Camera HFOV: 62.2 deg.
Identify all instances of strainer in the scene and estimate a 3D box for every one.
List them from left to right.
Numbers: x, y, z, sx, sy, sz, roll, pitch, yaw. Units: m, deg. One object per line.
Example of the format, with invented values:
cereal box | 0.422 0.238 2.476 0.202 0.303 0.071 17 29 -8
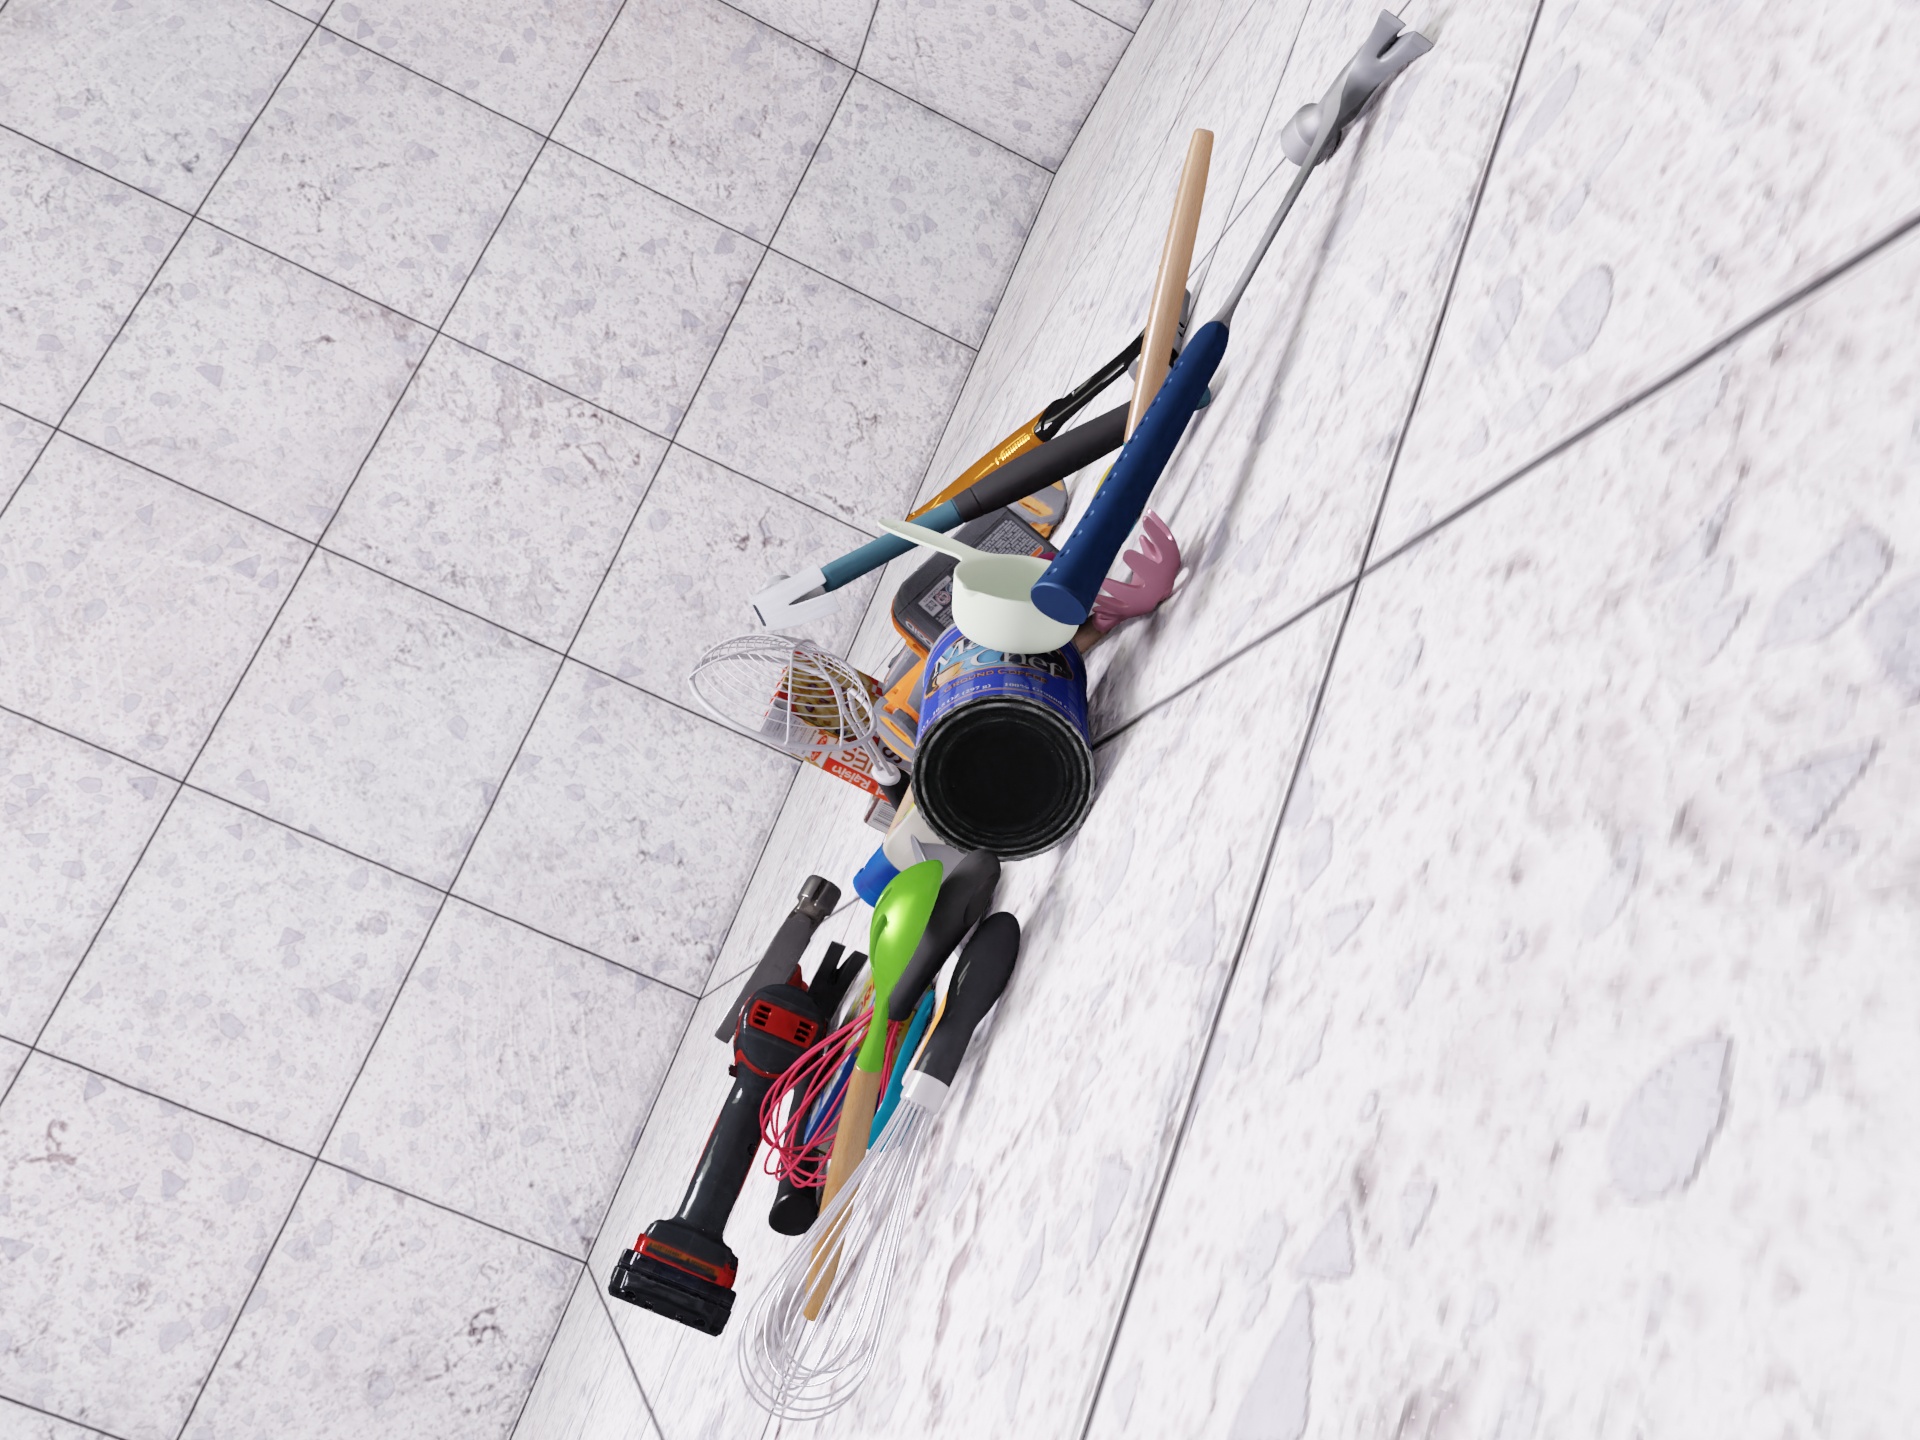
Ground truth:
strainer | -0.018 0.126 1.075 0.258 0.050 0.087 124 125 -72

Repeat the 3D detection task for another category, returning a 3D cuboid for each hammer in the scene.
hammer | -0.158 0.240 1.401 0.149 0.037 0.359 -60 -4 -19
hammer | -0.119 0.292 1.245 0.335 0.035 0.146 -100 35 -75
hammer | 0.010 -0.145 1.048 0.331 0.033 0.128 -27 11 3
hammer | 0.063 -0.246 1.338 0.337 0.034 0.127 -34 29 43
hammer | 0.149 -0.229 0.898 0.406 0.035 0.144 -60 7 -18

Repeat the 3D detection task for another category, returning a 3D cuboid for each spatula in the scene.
spatula | 0.102 -0.196 0.969 0.082 0.044 0.317 -39 -37 -64

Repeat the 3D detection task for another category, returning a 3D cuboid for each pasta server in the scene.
pasta server | 0.078 -0.062 1.025 0.060 0.040 0.316 -57 5 -15

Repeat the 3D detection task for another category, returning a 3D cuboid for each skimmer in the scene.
skimmer | -0.087 0.038 1.163 0.090 0.127 0.363 -54 -24 -13

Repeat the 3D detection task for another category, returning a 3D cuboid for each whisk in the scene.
whisk | -0.048 0.182 0.941 0.295 0.073 0.073 -59 10 32
whisk | -0.034 0.226 0.840 0.285 0.070 0.070 -63 7 -21

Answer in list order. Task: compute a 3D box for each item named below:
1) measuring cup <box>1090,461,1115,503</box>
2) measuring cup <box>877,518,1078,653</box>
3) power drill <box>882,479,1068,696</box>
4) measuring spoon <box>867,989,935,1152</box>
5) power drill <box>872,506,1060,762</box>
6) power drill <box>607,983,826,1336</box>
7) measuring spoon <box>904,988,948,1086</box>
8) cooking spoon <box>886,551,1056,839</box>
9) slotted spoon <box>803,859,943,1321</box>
measuring cup | 0.088 -0.115 1.132 0.156 0.029 0.062 -61 9 22
measuring cup | 0.003 -0.081 0.942 0.168 0.083 0.038 29 124 43
power drill | 0.010 -0.103 1.423 0.226 0.084 0.185 -65 7 -29
measuring spoon | -0.026 0.203 0.910 0.042 0.021 0.128 -45 -22 -52
power drill | 0.012 -0.069 1.190 0.164 0.084 0.226 -45 -10 -21
power drill | -0.158 0.299 1.102 0.187 0.080 0.227 114 177 -69
measuring spoon | -0.024 0.201 0.992 0.021 0.011 0.117 -126 61 -80
cooking spoon | -0.002 -0.004 1.096 0.069 0.017 0.318 -26 -24 -36
slotted spoon | -0.056 0.215 0.892 0.070 0.031 0.313 -94 15 -67
